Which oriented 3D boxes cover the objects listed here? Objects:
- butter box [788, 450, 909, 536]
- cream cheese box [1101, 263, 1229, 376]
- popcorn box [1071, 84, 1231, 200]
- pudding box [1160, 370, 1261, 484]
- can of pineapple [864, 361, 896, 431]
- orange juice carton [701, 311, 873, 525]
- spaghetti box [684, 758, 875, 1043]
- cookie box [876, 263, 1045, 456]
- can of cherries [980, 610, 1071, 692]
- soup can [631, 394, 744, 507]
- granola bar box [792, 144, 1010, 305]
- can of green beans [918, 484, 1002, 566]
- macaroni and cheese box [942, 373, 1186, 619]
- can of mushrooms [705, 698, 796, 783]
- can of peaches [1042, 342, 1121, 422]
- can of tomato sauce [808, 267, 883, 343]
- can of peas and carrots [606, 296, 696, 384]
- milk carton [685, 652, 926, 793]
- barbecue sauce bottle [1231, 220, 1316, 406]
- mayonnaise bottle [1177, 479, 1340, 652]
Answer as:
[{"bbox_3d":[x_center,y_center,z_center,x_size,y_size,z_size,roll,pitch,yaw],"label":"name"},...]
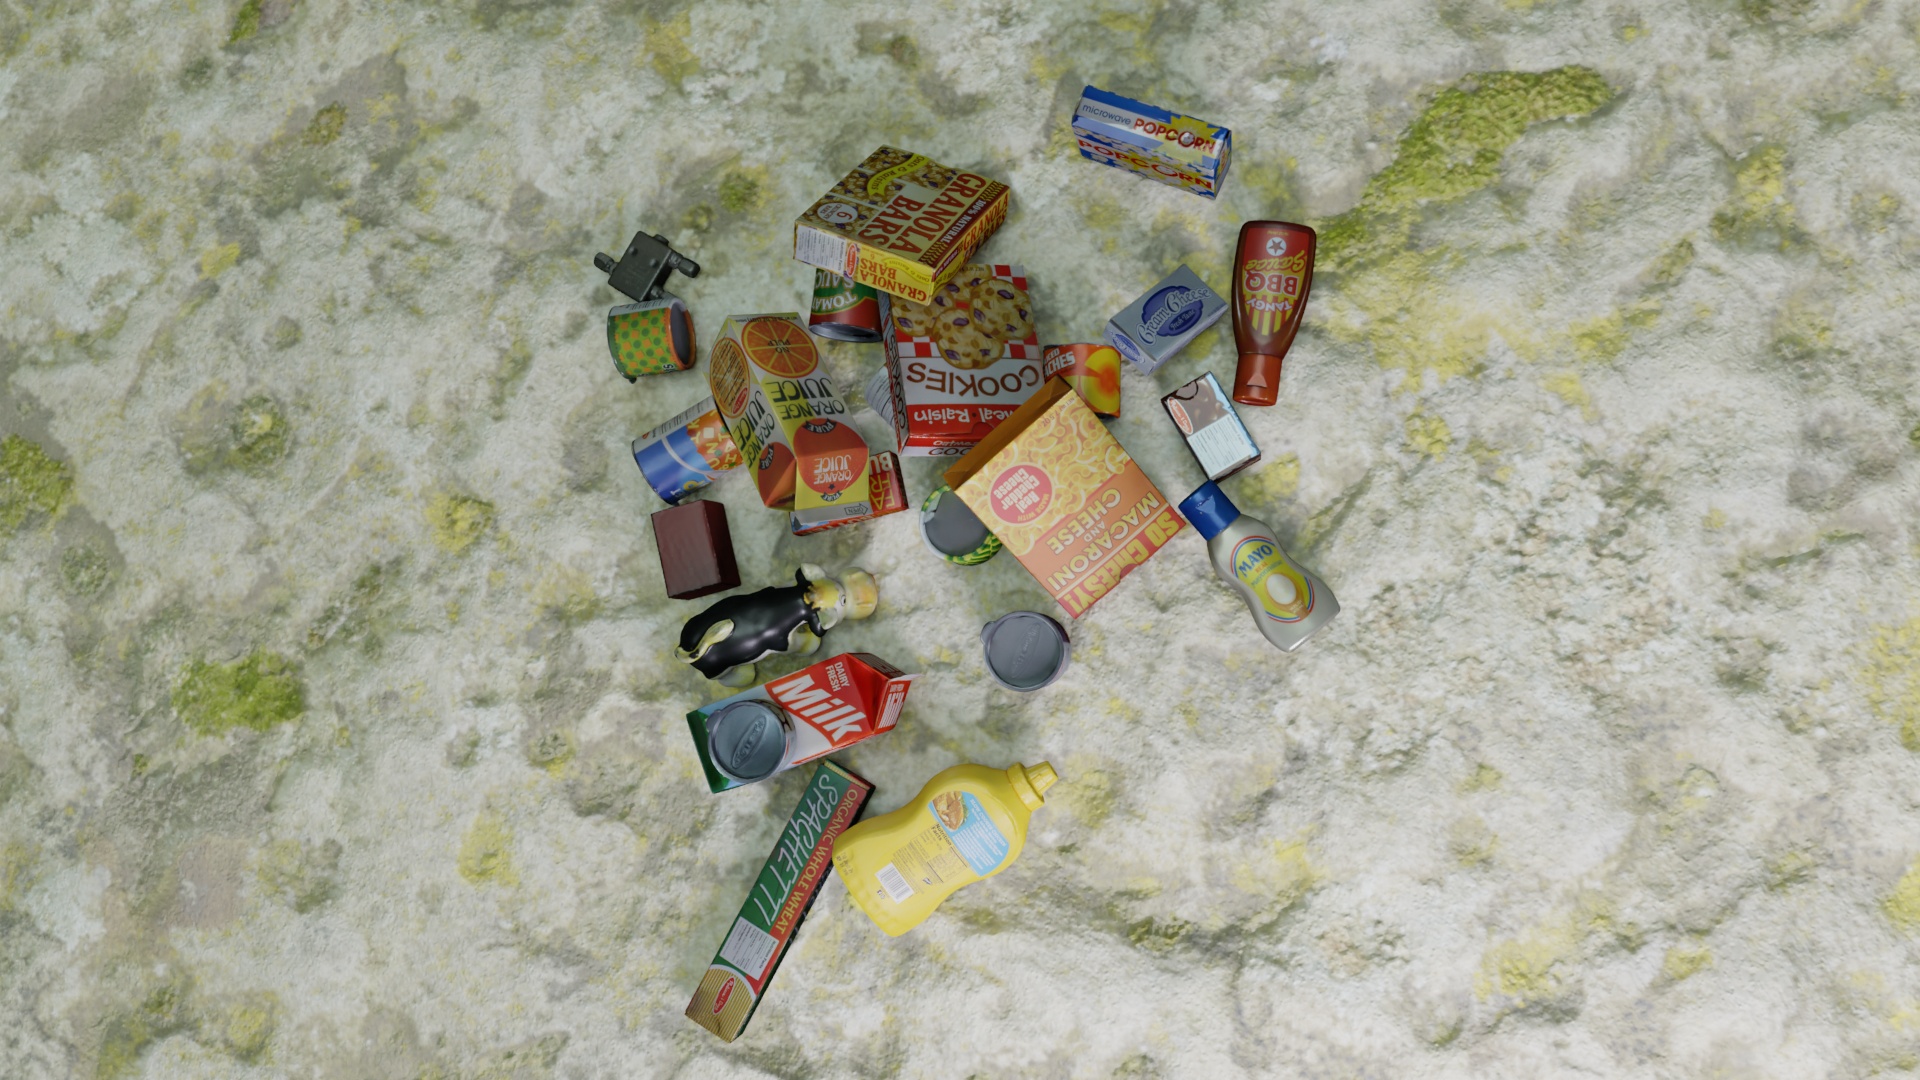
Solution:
[{"bbox_3d":[-0.100,-0.041,1.209,0.103,0.024,0.053,-13,82,9],"label":"butter box"},{"bbox_3d":[0.170,-0.183,1.145,0.053,0.024,0.104,45,59,11],"label":"cream cheese box"},{"bbox_3d":[0.160,-0.331,1.157,0.127,0.085,0.038,21,91,11],"label":"popcorn box"},{"bbox_3d":[0.208,-0.093,1.154,0.049,0.030,0.084,-31,80,8],"label":"pudding box"},{"bbox_3d":[-0.039,-0.124,1.186,0.071,0.071,0.058,-45,79,4],"label":"can of pineapple"},{"bbox_3d":[-0.141,-0.095,1.165,0.072,0.072,0.193,-52,58,44],"label":"orange juice carton"},{"bbox_3d":[-0.152,0.306,1.185,0.050,0.028,0.250,29,91,12],"label":"spaghetti box"},{"bbox_3d":[0.002,-0.150,1.145,0.123,0.040,0.168,-1,66,-16],"label":"cookie box"},{"bbox_3d":[0.054,0.090,1.151,0.071,0.058,0.071,-1,86,11],"label":"can of cherries"},{"bbox_3d":[-0.233,-0.078,1.218,0.084,0.071,0.071,-29,81,7],"label":"soup can"},{"bbox_3d":[-0.046,-0.267,1.159,0.124,0.166,0.038,21,133,12],"label":"granola bar box"},{"bbox_3d":[0.002,-0.013,1.171,0.071,0.058,0.071,-1,85,11],"label":"can of green beans"},{"bbox_3d":[0.086,-0.032,1.118,0.123,0.040,0.166,-41,118,5],"label":"macaroni and cheese box"},{"bbox_3d":[-0.170,0.160,1.126,0.071,0.033,0.071,-1,86,11],"label":"can of mushrooms"},{"bbox_3d":[0.099,-0.130,1.158,0.071,0.071,0.058,0,86,11],"label":"can of peaches"},{"bbox_3d":[-0.095,-0.219,1.202,0.071,0.071,0.083,6,86,11],"label":"can of tomato sauce"},{"bbox_3d":[-0.273,-0.178,1.235,0.059,0.071,0.071,-7,84,10],"label":"can of peas and carrots"},{"bbox_3d":[-0.124,0.146,1.173,0.190,0.072,0.073,-22,82,9],"label":"milk carton"},{"bbox_3d":[0.253,-0.187,1.147,0.065,0.043,0.148,8,87,9],"label":"barbecue sauce bottle"},{"bbox_3d":[0.237,0.017,1.123,0.065,0.041,0.148,-40,88,1],"label":"mayonnaise bottle"}]
